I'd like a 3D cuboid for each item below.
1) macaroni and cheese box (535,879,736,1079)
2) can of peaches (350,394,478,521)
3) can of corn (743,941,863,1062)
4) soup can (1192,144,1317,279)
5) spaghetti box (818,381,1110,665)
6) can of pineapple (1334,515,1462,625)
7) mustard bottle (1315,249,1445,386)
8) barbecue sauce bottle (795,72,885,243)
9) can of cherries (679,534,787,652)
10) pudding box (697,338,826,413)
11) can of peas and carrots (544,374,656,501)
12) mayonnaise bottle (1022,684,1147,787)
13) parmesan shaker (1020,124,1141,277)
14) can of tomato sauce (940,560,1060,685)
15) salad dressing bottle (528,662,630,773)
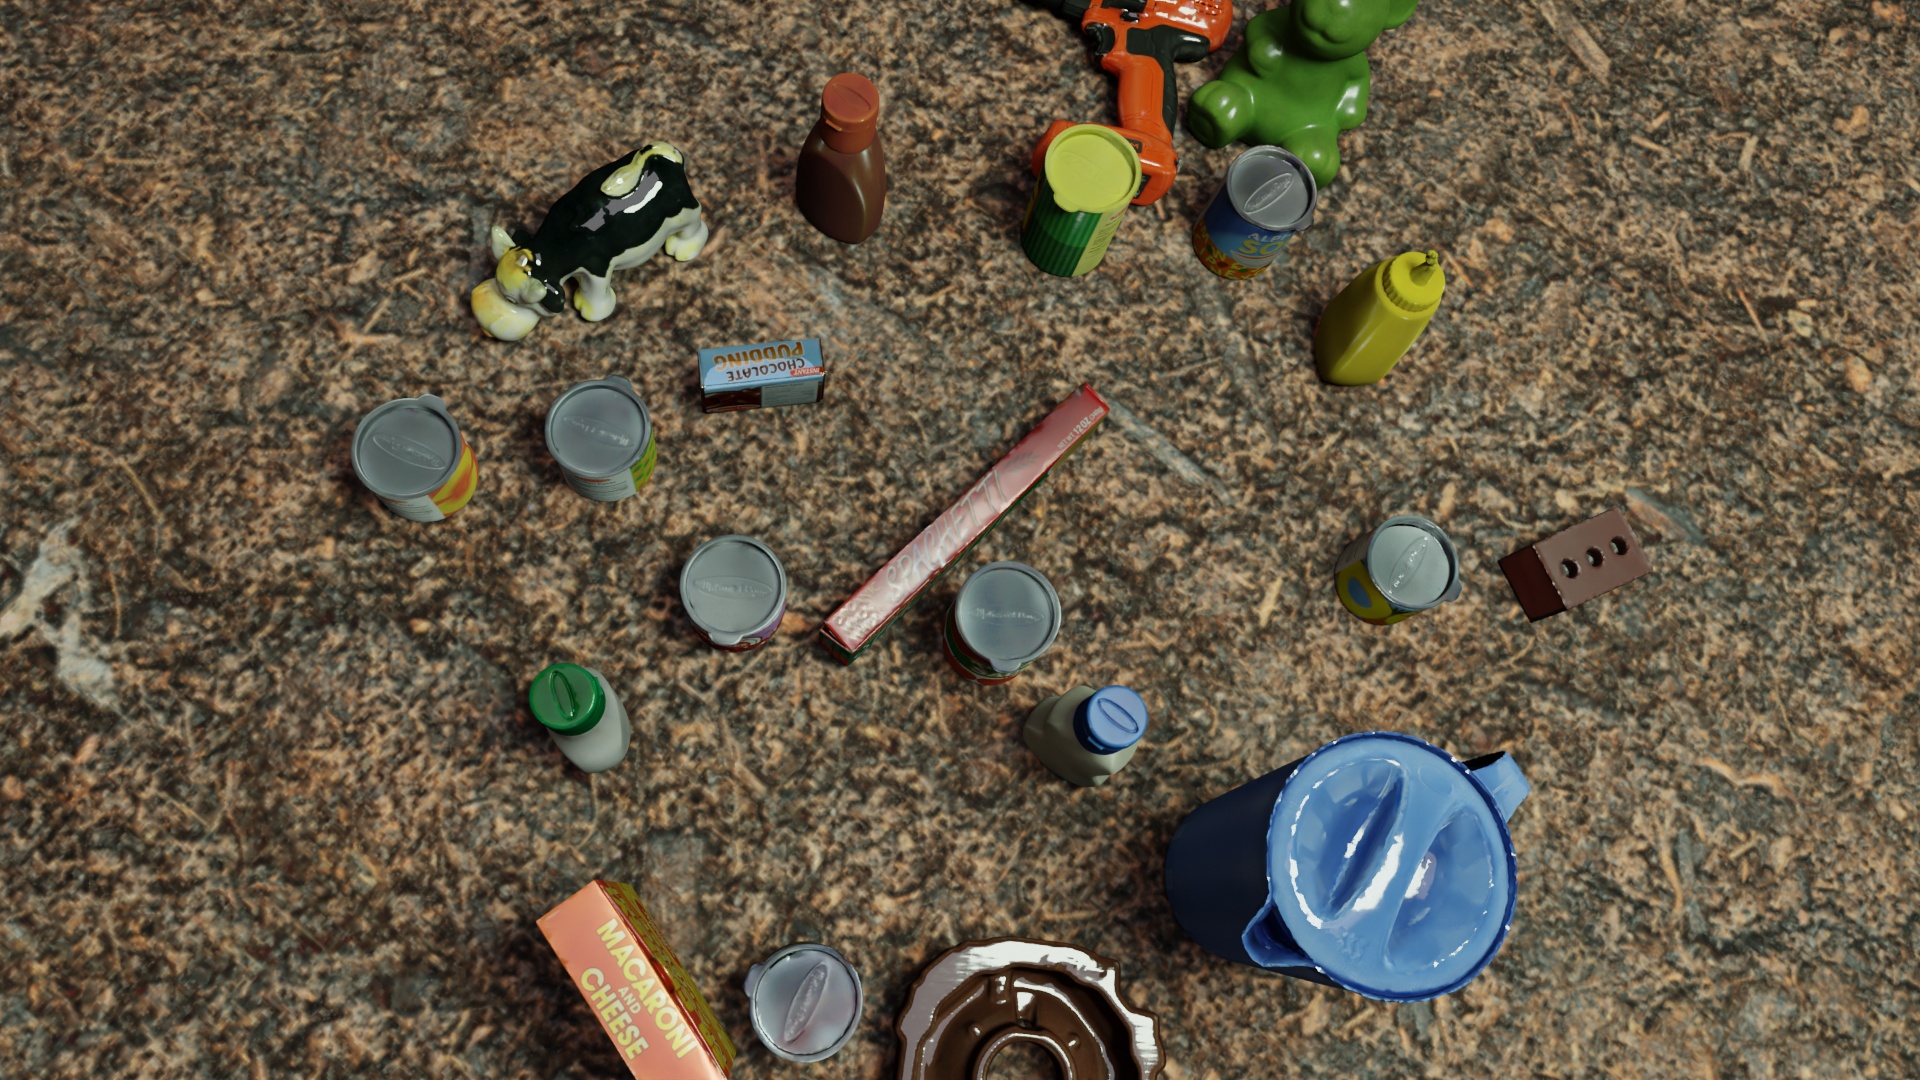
[{"bbox_3d":[-0.174,0.250,0.771,0.040,0.166,0.124,-34,82,-15],"label":"macaroni and cheese box"},{"bbox_3d":[-0.346,-0.052,0.888,0.071,0.058,0.071,2,74,-8],"label":"can of peaches"},{"bbox_3d":[-0.096,0.274,0.833,0.071,0.058,0.071,2,74,-8],"label":"can of corn"},{"bbox_3d":[0.213,-0.233,1.007,0.071,0.083,0.071,2,75,-8],"label":"soup can"},{"bbox_3d":[0.003,-0.012,0.931,0.029,0.050,0.251,45,73,5],"label":"spaghetti box"},{"bbox_3d":[0.302,0.023,0.961,0.071,0.057,0.071,2,74,-8],"label":"can of pineapple"},{"bbox_3d":[0.294,-0.158,0.957,0.049,0.159,0.065,3,75,-7],"label":"mustard bottle"},{"bbox_3d":[-0.079,-0.257,0.937,0.065,0.148,0.044,35,73,2],"label":"barbecue sauce bottle"},{"bbox_3d":[-0.146,0.038,0.891,0.071,0.058,0.071,2,74,-8],"label":"can of cherries"},{"bbox_3d":[-0.135,-0.111,0.939,0.084,0.049,0.030,-8,76,-10],"label":"pudding box"},{"bbox_3d":[-0.233,-0.066,0.908,0.071,0.058,0.071,2,74,-8],"label":"can of peas and carrots"},{"bbox_3d":[0.080,0.118,0.855,0.065,0.147,0.041,39,73,3],"label":"mayonnaise bottle"},{"bbox_3d":[0.080,-0.235,0.977,0.071,0.102,0.071,2,75,-8],"label":"parmesan shaker"},{"bbox_3d":[0.024,0.057,0.898,0.071,0.083,0.071,2,75,-8],"label":"can of tomato sauce"},{"bbox_3d":[-0.223,0.101,0.816,0.044,0.147,0.064,-19,78,-13],"label":"salad dressing bottle"}]
